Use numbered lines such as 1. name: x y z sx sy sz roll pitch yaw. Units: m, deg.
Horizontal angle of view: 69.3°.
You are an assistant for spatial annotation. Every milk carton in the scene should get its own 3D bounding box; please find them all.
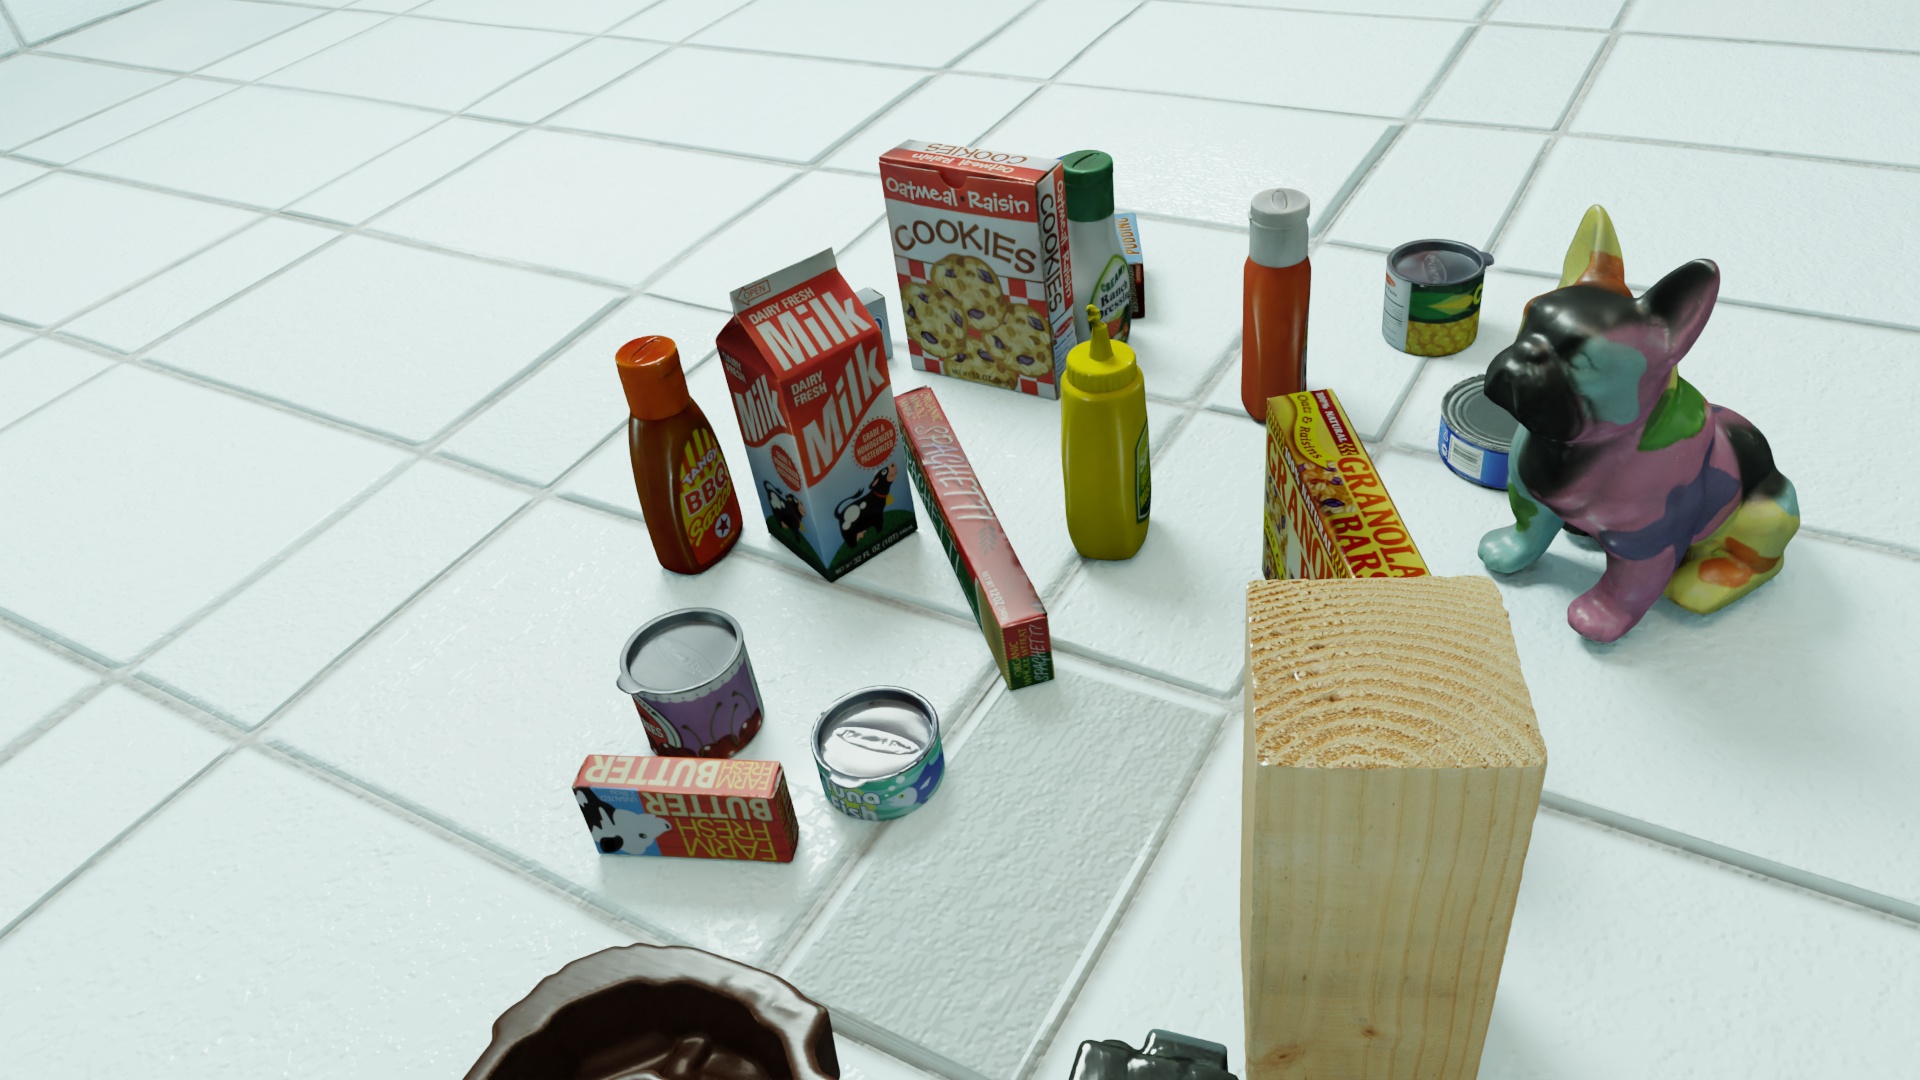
1. milk carton: -0.087 -0.077 0.826 0.072 0.189 0.073 -31 44 -26

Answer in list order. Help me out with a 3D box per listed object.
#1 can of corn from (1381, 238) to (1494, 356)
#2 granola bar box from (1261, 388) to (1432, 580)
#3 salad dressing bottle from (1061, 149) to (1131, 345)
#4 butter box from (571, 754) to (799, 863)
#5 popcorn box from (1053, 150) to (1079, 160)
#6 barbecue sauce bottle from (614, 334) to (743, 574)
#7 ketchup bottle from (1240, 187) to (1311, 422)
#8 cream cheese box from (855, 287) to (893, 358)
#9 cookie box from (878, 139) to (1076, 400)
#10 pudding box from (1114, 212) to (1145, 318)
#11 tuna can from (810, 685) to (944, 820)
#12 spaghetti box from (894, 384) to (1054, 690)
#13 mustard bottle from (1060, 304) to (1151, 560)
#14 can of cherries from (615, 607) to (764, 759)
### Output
1. can of corn: 0.332 -0.170 0.970 0.071 0.058 0.071 -5 39 4
2. granola bar box: 0.193 0.019 0.709 0.039 0.123 0.166 -8 39 1
3. salad dressing bottle: 0.092 -0.199 0.979 0.044 0.146 0.064 24 49 34
4. butter box: -0.134 0.132 0.684 0.103 0.052 0.024 0 39 11
5. popcorn box: 0.055 -0.245 1.093 0.127 0.084 0.038 -24 41 -18
6. barbecue sauce bottle: -0.174 -0.053 0.845 0.044 0.147 0.065 12 43 24
7. ketchup bottle: 0.204 -0.153 0.900 0.043 0.148 0.065 -2 39 9
8. cream cheese box: -0.098 -0.140 1.015 0.104 0.053 0.024 -32 44 -26
9. cookie box: 0.015 -0.186 0.962 0.123 0.166 0.040 16 45 27
10. pudding box: 0.124 -0.211 1.067 0.030 0.049 0.084 -4 39 5
11. tuna can: -0.043 0.110 0.711 0.071 0.032 0.071 -5 39 4
12. spaghetti box: 0.003 -0.011 0.839 0.029 0.050 0.251 -15 39 -8
13. mustard bottle: 0.084 -0.064 0.802 0.049 0.159 0.066 4 40 16
14. can of cherries: -0.146 0.080 0.747 0.071 0.058 0.072 -5 39 4
